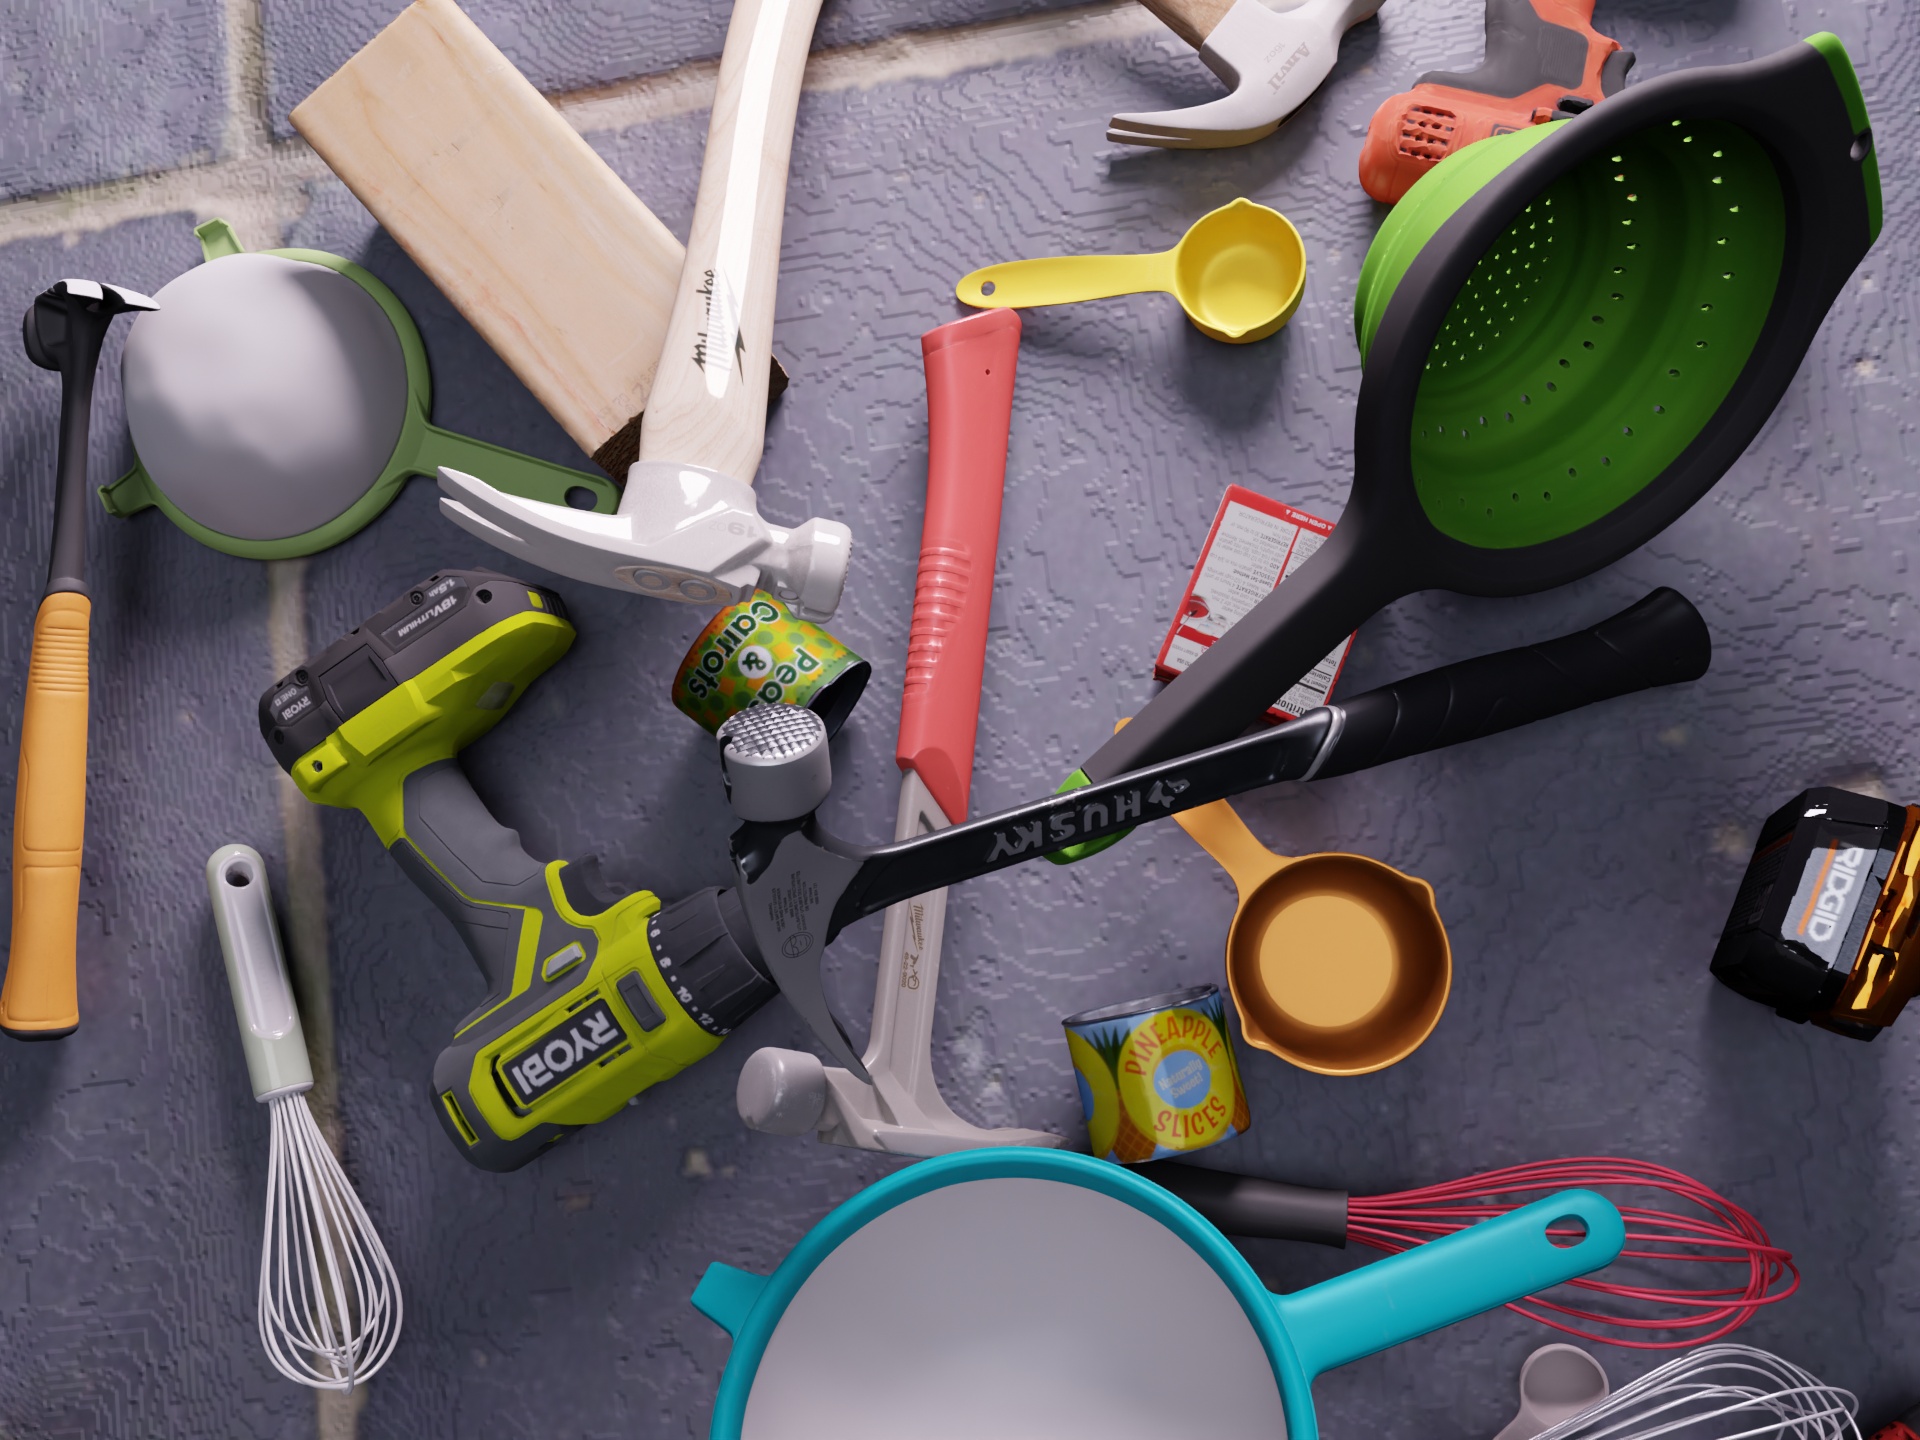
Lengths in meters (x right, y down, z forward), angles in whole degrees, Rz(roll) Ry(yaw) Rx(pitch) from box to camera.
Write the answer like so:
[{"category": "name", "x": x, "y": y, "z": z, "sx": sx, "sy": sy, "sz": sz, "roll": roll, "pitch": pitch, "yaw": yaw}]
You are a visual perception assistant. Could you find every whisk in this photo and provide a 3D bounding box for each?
[{"category": "whisk", "x": 0.174, "y": 0.202, "z": 0.635, "sx": 0.296, "sy": 0.073, "sz": 0.073, "roll": 4, "pitch": 85, "yaw": 12}, {"category": "whisk", "x": -0.296, "y": 0.171, "z": 0.700, "sx": 0.057, "sy": 0.059, "sz": 0.246, "roll": -10, "pitch": 76, "yaw": -33}, {"category": "whisk", "x": 0.198, "y": 0.292, "z": 0.598, "sx": 0.284, "sy": 0.070, "sz": 0.070, "roll": -13, "pitch": 83, "yaw": 0}]

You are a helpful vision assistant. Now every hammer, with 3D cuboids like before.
[{"category": "hammer", "x": -0.001, "y": -0.002, "z": 0.667, "sx": 0.037, "sy": 0.149, "sz": 0.359, "roll": -11, "pitch": 68, "yaw": 50}, {"category": "hammer", "x": -0.095, "y": -0.236, "z": 0.651, "sx": 0.146, "sy": 0.038, "sz": 0.411, "roll": 12, "pitch": 64, "yaw": -12}, {"category": "hammer", "x": 0.025, "y": -0.378, "z": 0.704, "sx": 0.331, "sy": 0.031, "sz": 0.130, "roll": 39, "pitch": 91, "yaw": 1}, {"category": "hammer", "x": 0.115, "y": 0.019, "z": 0.592, "sx": 0.409, "sy": 0.036, "sz": 0.149, "roll": -15, "pitch": 124, "yaw": -18}, {"category": "hammer", "x": -0.397, "y": -0.024, "z": 0.706, "sx": 0.127, "sy": 0.034, "sz": 0.337, "roll": 8, "pitch": 94, "yaw": 51}]

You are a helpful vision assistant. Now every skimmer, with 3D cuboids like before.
[{"category": "skimmer", "x": 0.081, "y": 0.369, "z": 0.641, "sx": 0.127, "sy": 0.090, "sz": 0.363, "roll": -42, "pitch": 71, "yaw": -2}]

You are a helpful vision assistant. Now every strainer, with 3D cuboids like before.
[{"category": "strainer", "x": -0.277, "y": -0.137, "z": 0.717, "sx": 0.256, "sy": 0.069, "sz": 0.151, "roll": 18, "pitch": 86, "yaw": 10}, {"category": "strainer", "x": 0.081, "y": 0.253, "z": 0.587, "sx": 0.340, "sy": 0.095, "sz": 0.211, "roll": -18, "pitch": 53, "yaw": -7}]

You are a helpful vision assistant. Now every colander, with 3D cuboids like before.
[{"category": "colander", "x": 0.161, "y": -0.101, "z": 0.620, "sx": 0.397, "sy": 0.204, "sz": 0.095, "roll": -43, "pitch": 44, "yaw": 8}]

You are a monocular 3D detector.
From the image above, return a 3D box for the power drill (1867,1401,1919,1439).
[{"category": "power drill", "x": 0.374, "y": 0.393, "z": 0.581, "sx": 0.188, "sy": 0.080, "sz": 0.227, "roll": -41, "pitch": 78, "yaw": 1}]

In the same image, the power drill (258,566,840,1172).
[{"category": "power drill", "x": -0.174, "y": 0.052, "z": 0.681, "sx": 0.190, "sy": 0.080, "sz": 0.228, "roll": -34, "pitch": 84, "yaw": 5}]

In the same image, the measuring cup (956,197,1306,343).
[{"category": "measuring cup", "x": 0.076, "y": -0.193, "z": 0.708, "sx": 0.156, "sy": 0.029, "sz": 0.062, "roll": 1, "pitch": 84, "yaw": 19}]

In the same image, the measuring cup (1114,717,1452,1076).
[{"category": "measuring cup", "x": 0.124, "y": 0.068, "z": 0.658, "sx": 0.095, "sy": 0.052, "sz": 0.174, "roll": -41, "pitch": 77, "yaw": 0}]

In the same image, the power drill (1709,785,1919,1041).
[{"category": "power drill", "x": 0.405, "y": 0.104, "z": 0.579, "sx": 0.226, "sy": 0.164, "sz": 0.084, "roll": 21, "pitch": 87, "yaw": 21}]

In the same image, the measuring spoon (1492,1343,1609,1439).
[{"category": "measuring spoon", "x": 0.213, "y": 0.300, "z": 0.642, "sx": 0.034, "sy": 0.018, "sz": 0.124, "roll": 38, "pitch": 96, "yaw": 4}]
